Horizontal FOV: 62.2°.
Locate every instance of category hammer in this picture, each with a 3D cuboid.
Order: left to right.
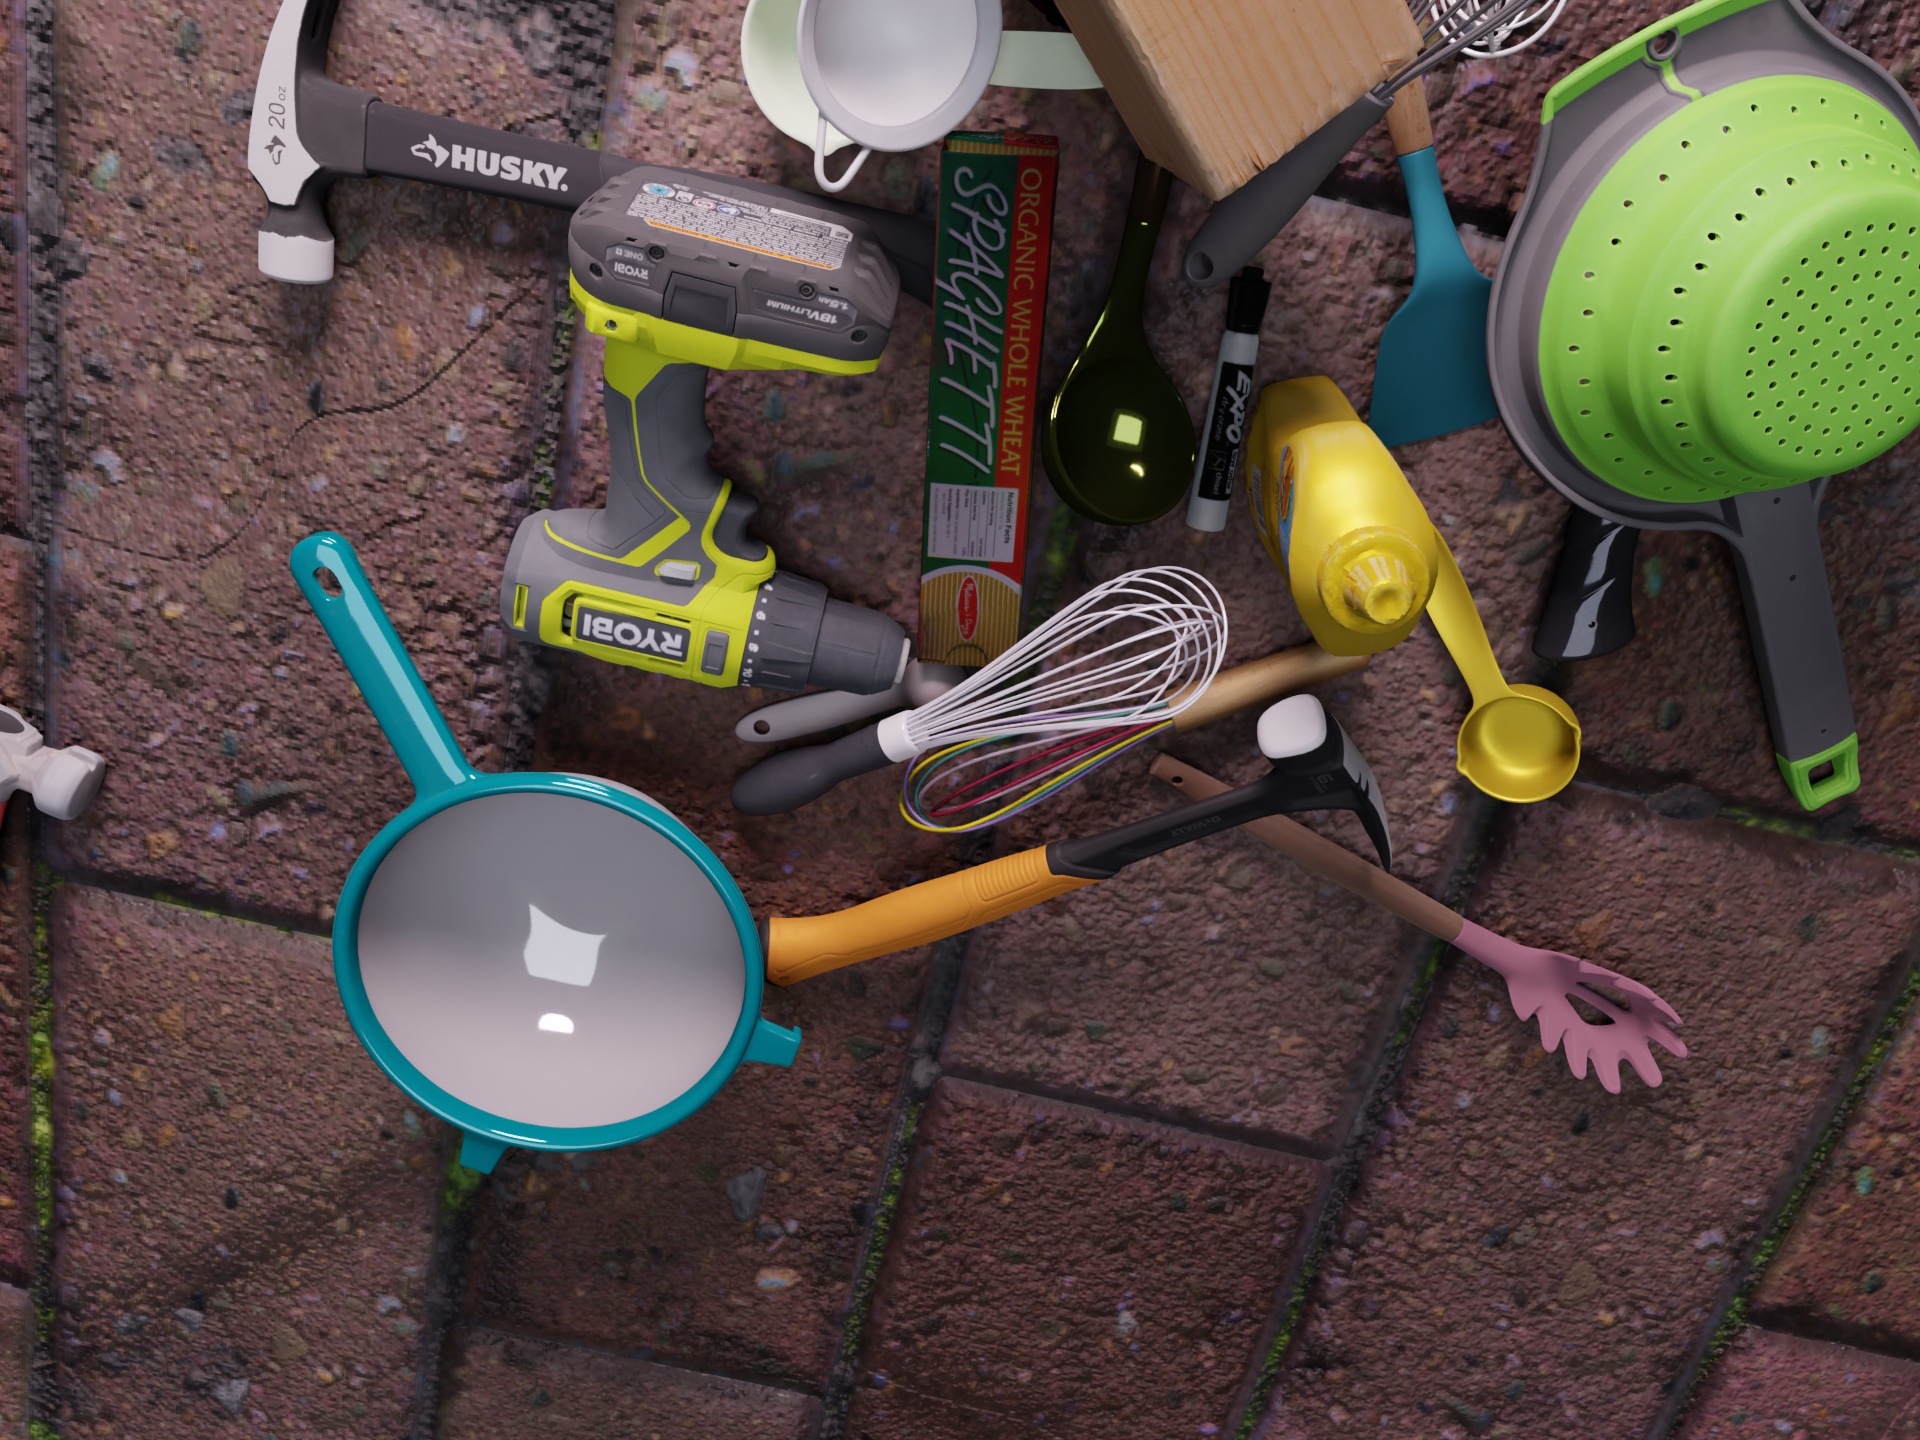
[{"bbox_3d":[-0.595,0.151,0.887,0.143,0.038,0.386,25,112,-6],"label":"hammer"},{"bbox_3d":[-0.142,-0.238,0.703,0.334,0.035,0.146,11,114,-2],"label":"hammer"},{"bbox_3d":[0.043,0.079,0.798,0.337,0.034,0.127,-20,141,22],"label":"hammer"},{"bbox_3d":[0.313,-0.216,0.689,0.149,0.036,0.408,7,113,1],"label":"hammer"}]

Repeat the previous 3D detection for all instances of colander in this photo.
[{"bbox_3d":[0.360,-0.099,0.673,0.204,0.095,0.396,-27,119,3],"label":"colander"}]

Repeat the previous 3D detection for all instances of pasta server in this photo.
[{"bbox_3d":[0.235,0.100,0.824,0.316,0.040,0.060,29,113,-8],"label":"pasta server"}]

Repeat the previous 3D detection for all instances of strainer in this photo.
[{"bbox_3d":[-0.226,0.053,0.799,0.211,0.095,0.340,-21,108,8],"label":"strainer"},{"bbox_3d":[0.012,-0.316,0.589,0.086,0.050,0.258,20,116,-40],"label":"strainer"}]

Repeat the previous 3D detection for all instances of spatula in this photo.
[{"bbox_3d":[0.180,-0.265,0.666,0.082,0.044,0.317,-16,112,11],"label":"spatula"}]

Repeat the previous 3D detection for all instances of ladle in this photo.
[{"bbox_3d":[0.088,-0.229,0.653,0.078,0.062,0.320,-11,129,-28],"label":"ladle"}]

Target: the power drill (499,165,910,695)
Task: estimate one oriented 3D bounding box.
[{"bbox_3d":[-0.100,-0.111,0.714,0.190,0.080,0.228,13,127,-6],"label":"power drill"}]

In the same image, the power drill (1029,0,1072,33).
[{"bbox_3d":[0.012,-0.392,0.610,0.219,0.079,0.143,37,111,-16],"label":"power drill"}]

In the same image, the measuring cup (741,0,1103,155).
[{"bbox_3d":[-0.007,-0.276,0.661,0.167,0.038,0.083,8,113,13],"label":"measuring cup"}]

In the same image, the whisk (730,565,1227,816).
[{"bbox_3d":[-0.001,-0.004,0.760,0.284,0.070,0.070,-20,111,29],"label":"whisk"}]

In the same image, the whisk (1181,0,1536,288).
[{"bbox_3d":[0.159,-0.252,0.628,0.055,0.055,0.239,34,141,-11],"label":"whisk"}]

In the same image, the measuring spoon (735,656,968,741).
[{"bbox_3d":[-0.057,-0.005,0.805,0.124,0.018,0.034,-13,112,9],"label":"measuring spoon"}]

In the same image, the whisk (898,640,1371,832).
[{"bbox_3d":[0.085,0.007,0.791,0.245,0.047,0.051,-19,109,7],"label":"whisk"}]

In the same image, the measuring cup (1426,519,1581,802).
[{"bbox_3d":[0.253,-0.034,0.776,0.062,0.029,0.156,-23,98,33],"label":"measuring cup"}]

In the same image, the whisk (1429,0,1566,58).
[{"bbox_3d":[0.228,-0.388,0.616,0.059,0.058,0.246,17,112,30],"label":"whisk"}]
